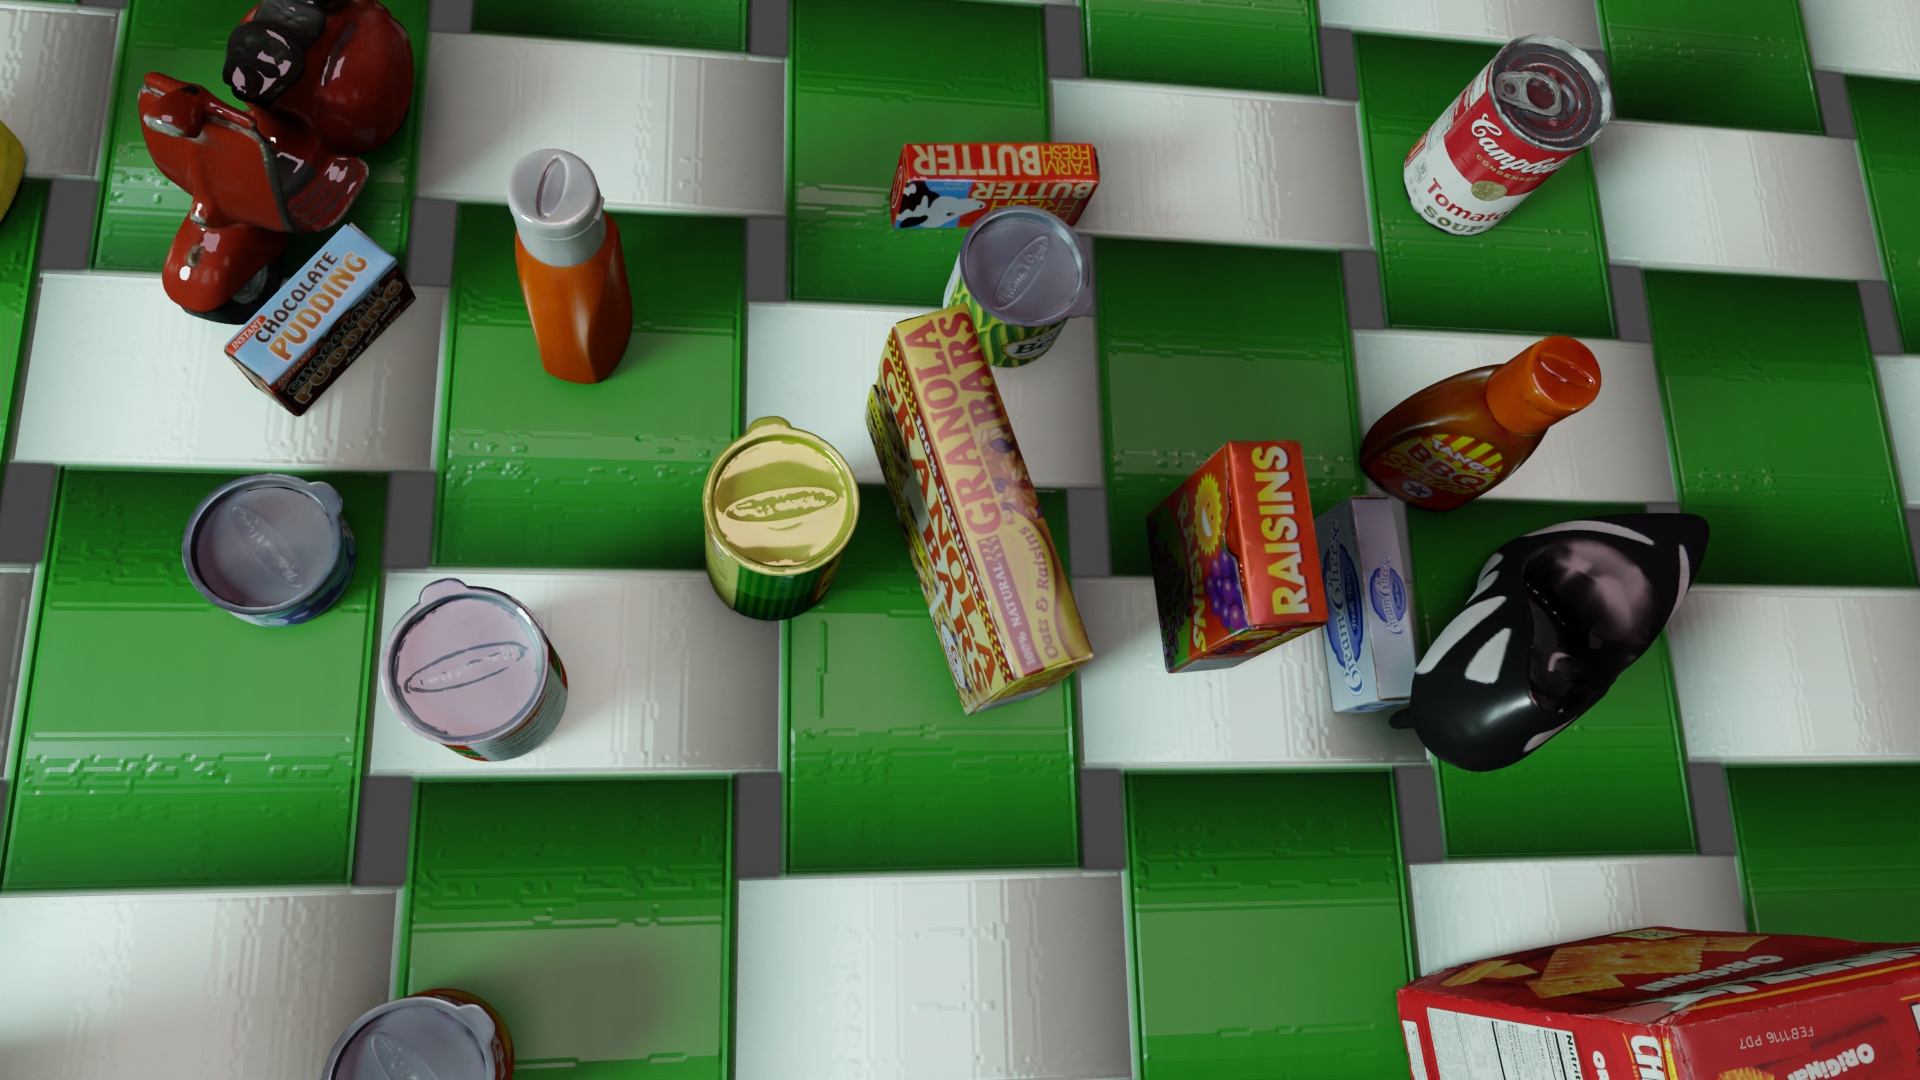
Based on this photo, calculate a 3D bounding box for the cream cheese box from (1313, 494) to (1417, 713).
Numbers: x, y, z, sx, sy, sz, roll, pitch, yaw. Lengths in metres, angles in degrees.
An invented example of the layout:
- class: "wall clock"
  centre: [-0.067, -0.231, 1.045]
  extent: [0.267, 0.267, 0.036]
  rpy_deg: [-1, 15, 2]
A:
- class: "cream cheese box"
  centre: [0.204, 0.034, 0.705]
  extent: [0.024, 0.053, 0.104]
  rpy_deg: [-2, 75, -10]

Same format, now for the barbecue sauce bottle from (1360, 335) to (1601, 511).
- class: "barbecue sauce bottle"
  centre: [0.258, -0.058, 0.689]
  extent: [0.065, 0.148, 0.044]
  rpy_deg: [28, 73, -2]

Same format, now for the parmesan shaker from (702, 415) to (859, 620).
- class: "parmesan shaker"
  centre: [-0.085, -0.007, 0.639]
  extent: [0.071, 0.102, 0.071]
  rpy_deg: [3, 75, -9]

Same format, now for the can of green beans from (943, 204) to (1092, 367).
- class: "can of green beans"
  centre: [0.027, -0.129, 0.716]
  extent: [0.071, 0.057, 0.071]
  rpy_deg: [3, 75, -9]

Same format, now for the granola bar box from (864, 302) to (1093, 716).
- class: "granola bar box"
  centre: [0.002, -0.008, 0.644]
  extent: [0.039, 0.124, 0.166]
  rpy_deg: [-16, 79, -14]

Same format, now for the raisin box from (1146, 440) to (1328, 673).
- class: "raisin box"
  centre: [0.127, 0.011, 0.661]
  extent: [0.040, 0.123, 0.086]
  rpy_deg: [-2, 76, -10]

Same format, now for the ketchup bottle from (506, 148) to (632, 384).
- class: "ketchup bottle"
  centre: [-0.176, -0.125, 0.631]
  extent: [0.043, 0.148, 0.065]
  rpy_deg: [11, 74, -7]

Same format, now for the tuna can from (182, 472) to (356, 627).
- class: "tuna can"
  centre: [-0.311, 0.003, 0.633]
  extent: [0.071, 0.032, 0.071]
  rpy_deg: [3, 75, -9]

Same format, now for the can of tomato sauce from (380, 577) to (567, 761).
- class: "can of tomato sauce"
  centre: [-0.211, 0.059, 0.609]
  extent: [0.071, 0.083, 0.071]
  rpy_deg: [3, 75, -9]

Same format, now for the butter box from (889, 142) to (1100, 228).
- class: "butter box"
  centre: [0.017, -0.187, 0.732]
  extent: [0.104, 0.053, 0.024]
  rpy_deg: [-3, 76, -11]

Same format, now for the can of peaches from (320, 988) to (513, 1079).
- class: "can of peaches"
  centre: [-0.221, 0.220, 0.577]
  extent: [0.071, 0.058, 0.071]
  rpy_deg: [3, 75, -9]

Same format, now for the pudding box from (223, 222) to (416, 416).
- class: "pudding box"
  centre: [-0.301, -0.104, 0.655]
  extent: [0.030, 0.049, 0.084]
  rpy_deg: [37, 72, 1]
